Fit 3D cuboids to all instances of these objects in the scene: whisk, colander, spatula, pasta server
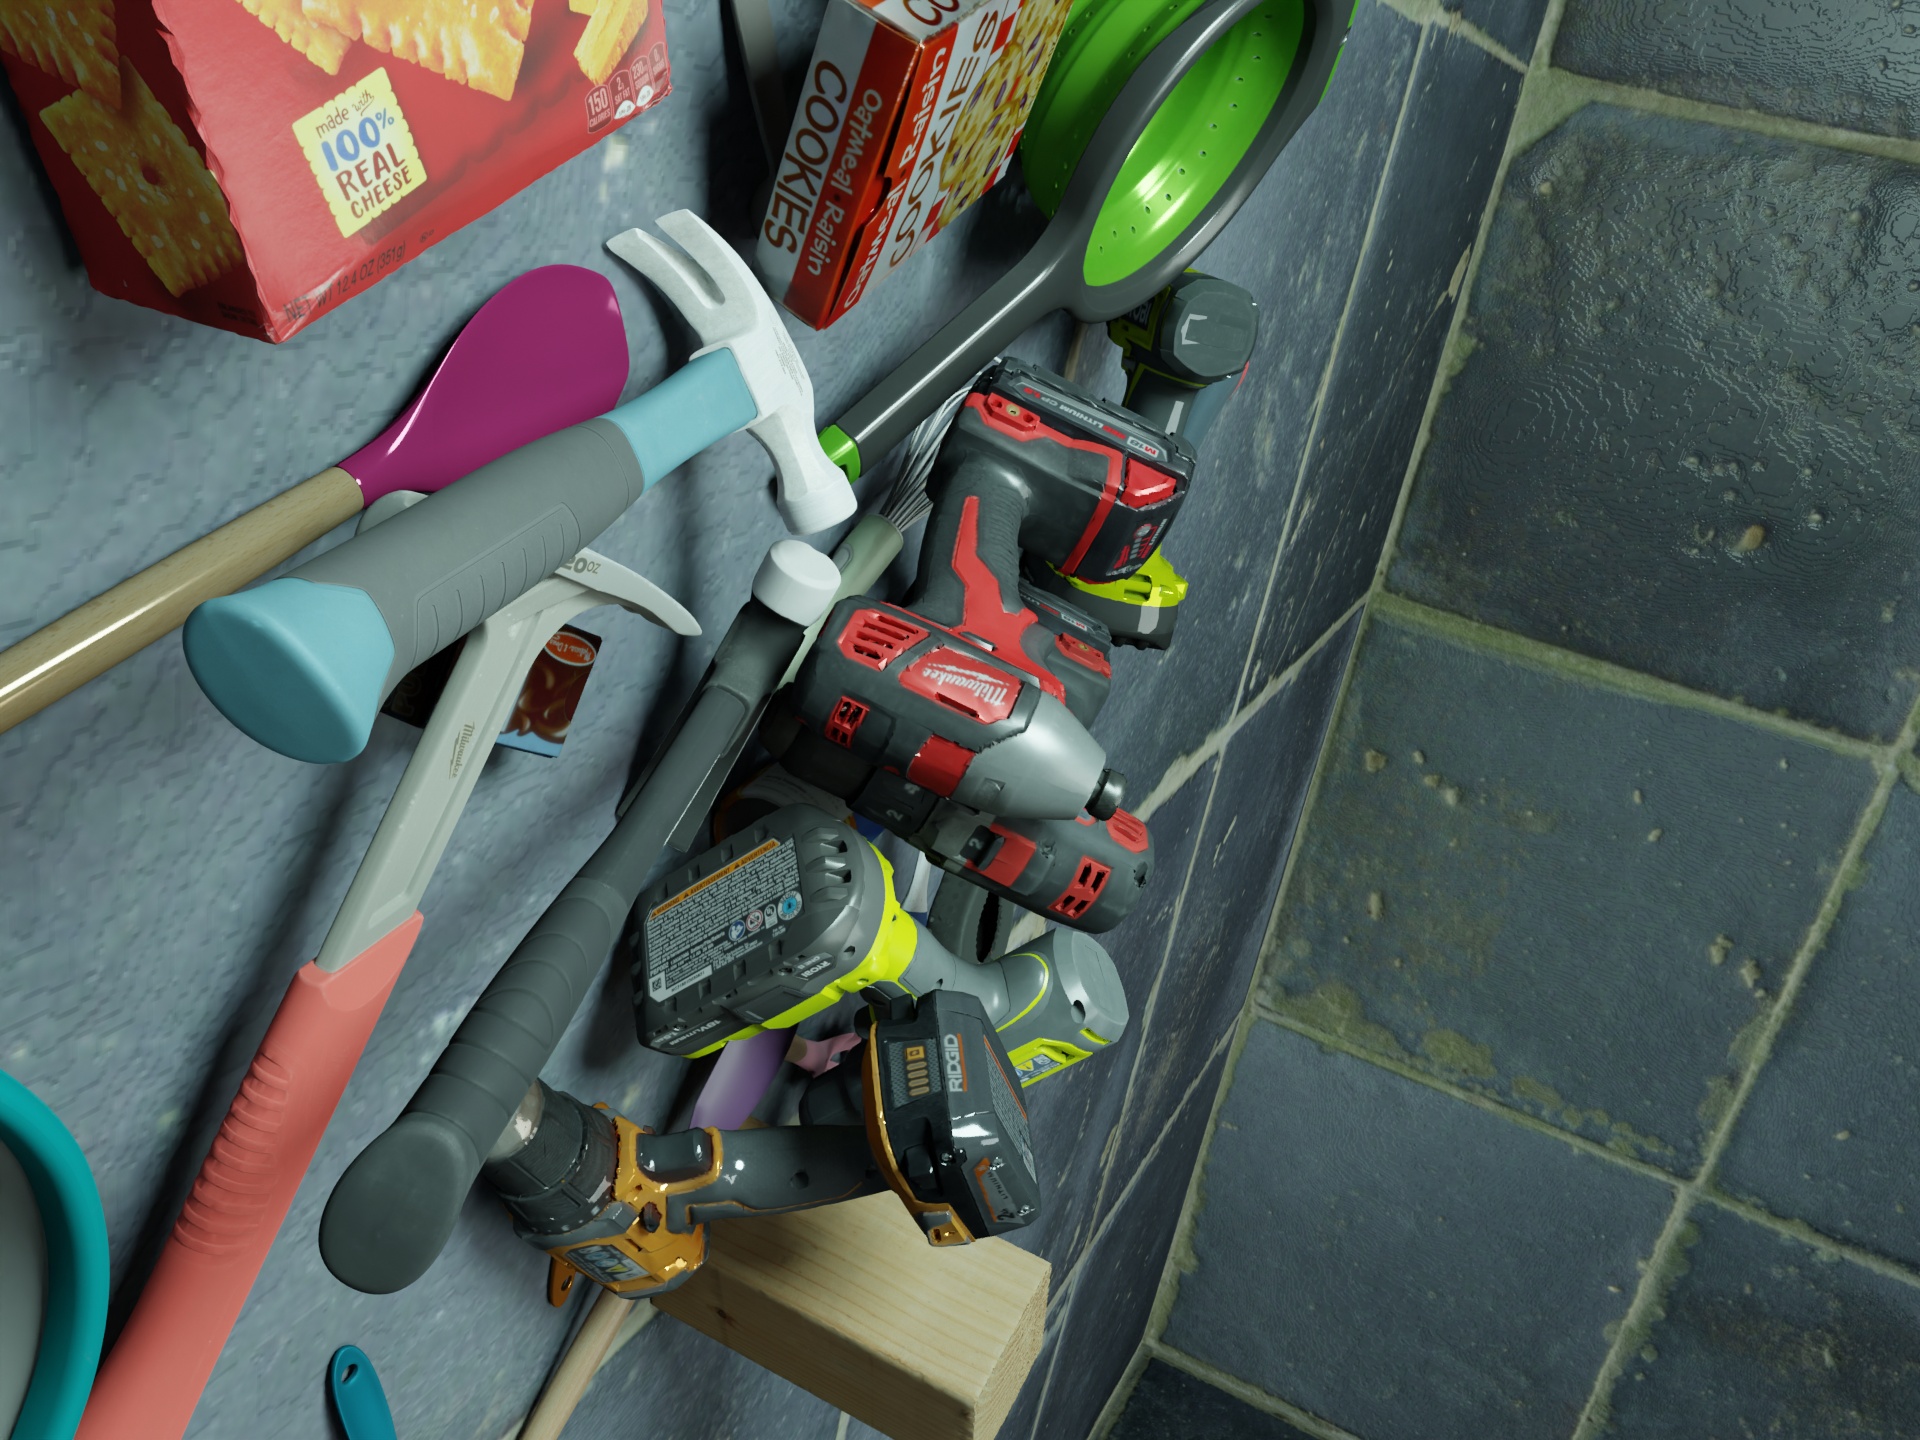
[{"bbox_3d":[-0.035,-0.101,0.803,0.059,0.058,0.246,52,57,-27],"label":"whisk"},{"bbox_3d":[0.034,-0.256,0.781,0.397,0.094,0.204,-44,167,-16],"label":"colander"},{"bbox_3d":[-0.162,0.272,0.823,0.316,0.018,0.059,-61,150,-10],"label":"spatula"},{"bbox_3d":[-0.097,0.188,0.918,0.316,0.040,0.060,54,52,-65],"label":"pasta server"}]

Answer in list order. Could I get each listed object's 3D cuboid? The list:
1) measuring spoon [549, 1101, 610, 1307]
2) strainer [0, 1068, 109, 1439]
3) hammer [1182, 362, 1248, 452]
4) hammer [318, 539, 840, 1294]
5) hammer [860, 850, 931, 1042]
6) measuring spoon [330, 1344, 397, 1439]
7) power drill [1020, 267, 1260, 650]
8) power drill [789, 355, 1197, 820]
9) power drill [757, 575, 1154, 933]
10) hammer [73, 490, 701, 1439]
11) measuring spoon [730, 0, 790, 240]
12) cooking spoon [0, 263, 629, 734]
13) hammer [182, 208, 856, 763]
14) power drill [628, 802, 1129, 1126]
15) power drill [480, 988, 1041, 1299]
[{"bbox_3d":[-0.184,0.239,0.777,0.021,0.011,0.117,-22,129,-64],"label":"measuring spoon"},{"bbox_3d":[-0.283,0.185,0.343,0.211,0.095,0.340,-51,153,-39],"label":"strainer"},{"bbox_3d":[0.126,-0.137,1.189,0.386,0.038,0.143,-63,157,-19],"label":"hammer"},{"bbox_3d":[-0.121,0.058,0.543,0.146,0.035,0.335,-56,-173,28],"label":"hammer"},{"bbox_3d":[-0.023,0.104,0.968,0.144,0.035,0.405,14,89,-71],"label":"hammer"},{"bbox_3d":[-0.251,0.306,0.670,0.042,0.021,0.128,-43,138,-50],"label":"measuring spoon"},{"bbox_3d":[0.107,-0.170,0.986,0.171,0.080,0.223,-118,-141,-65],"label":"power drill"},{"bbox_3d":[0.027,-0.053,0.707,0.078,0.143,0.220,118,-3,-50],"label":"power drill"},{"bbox_3d":[-0.001,-0.003,0.783,0.080,0.187,0.227,-58,-166,25],"label":"power drill"},{"bbox_3d":[-0.202,0.105,0.512,0.359,0.037,0.149,-64,160,2],"label":"hammer"},{"bbox_3d":[-0.078,-0.235,0.603,0.034,0.018,0.124,-55,149,-40],"label":"measuring spoon"},{"bbox_3d":[-0.196,-0.055,0.456,0.319,0.017,0.068,-50,144,-45],"label":"cooking spoon"},{"bbox_3d":[-0.110,-0.072,0.475,0.331,0.033,0.128,-62,132,-62],"label":"hammer"},{"bbox_3d":[-0.051,0.141,0.775,0.228,0.190,0.080,37,31,-45],"label":"power drill"},{"bbox_3d":[-0.092,0.183,0.691,0.185,0.226,0.084,68,11,-52],"label":"power drill"}]
